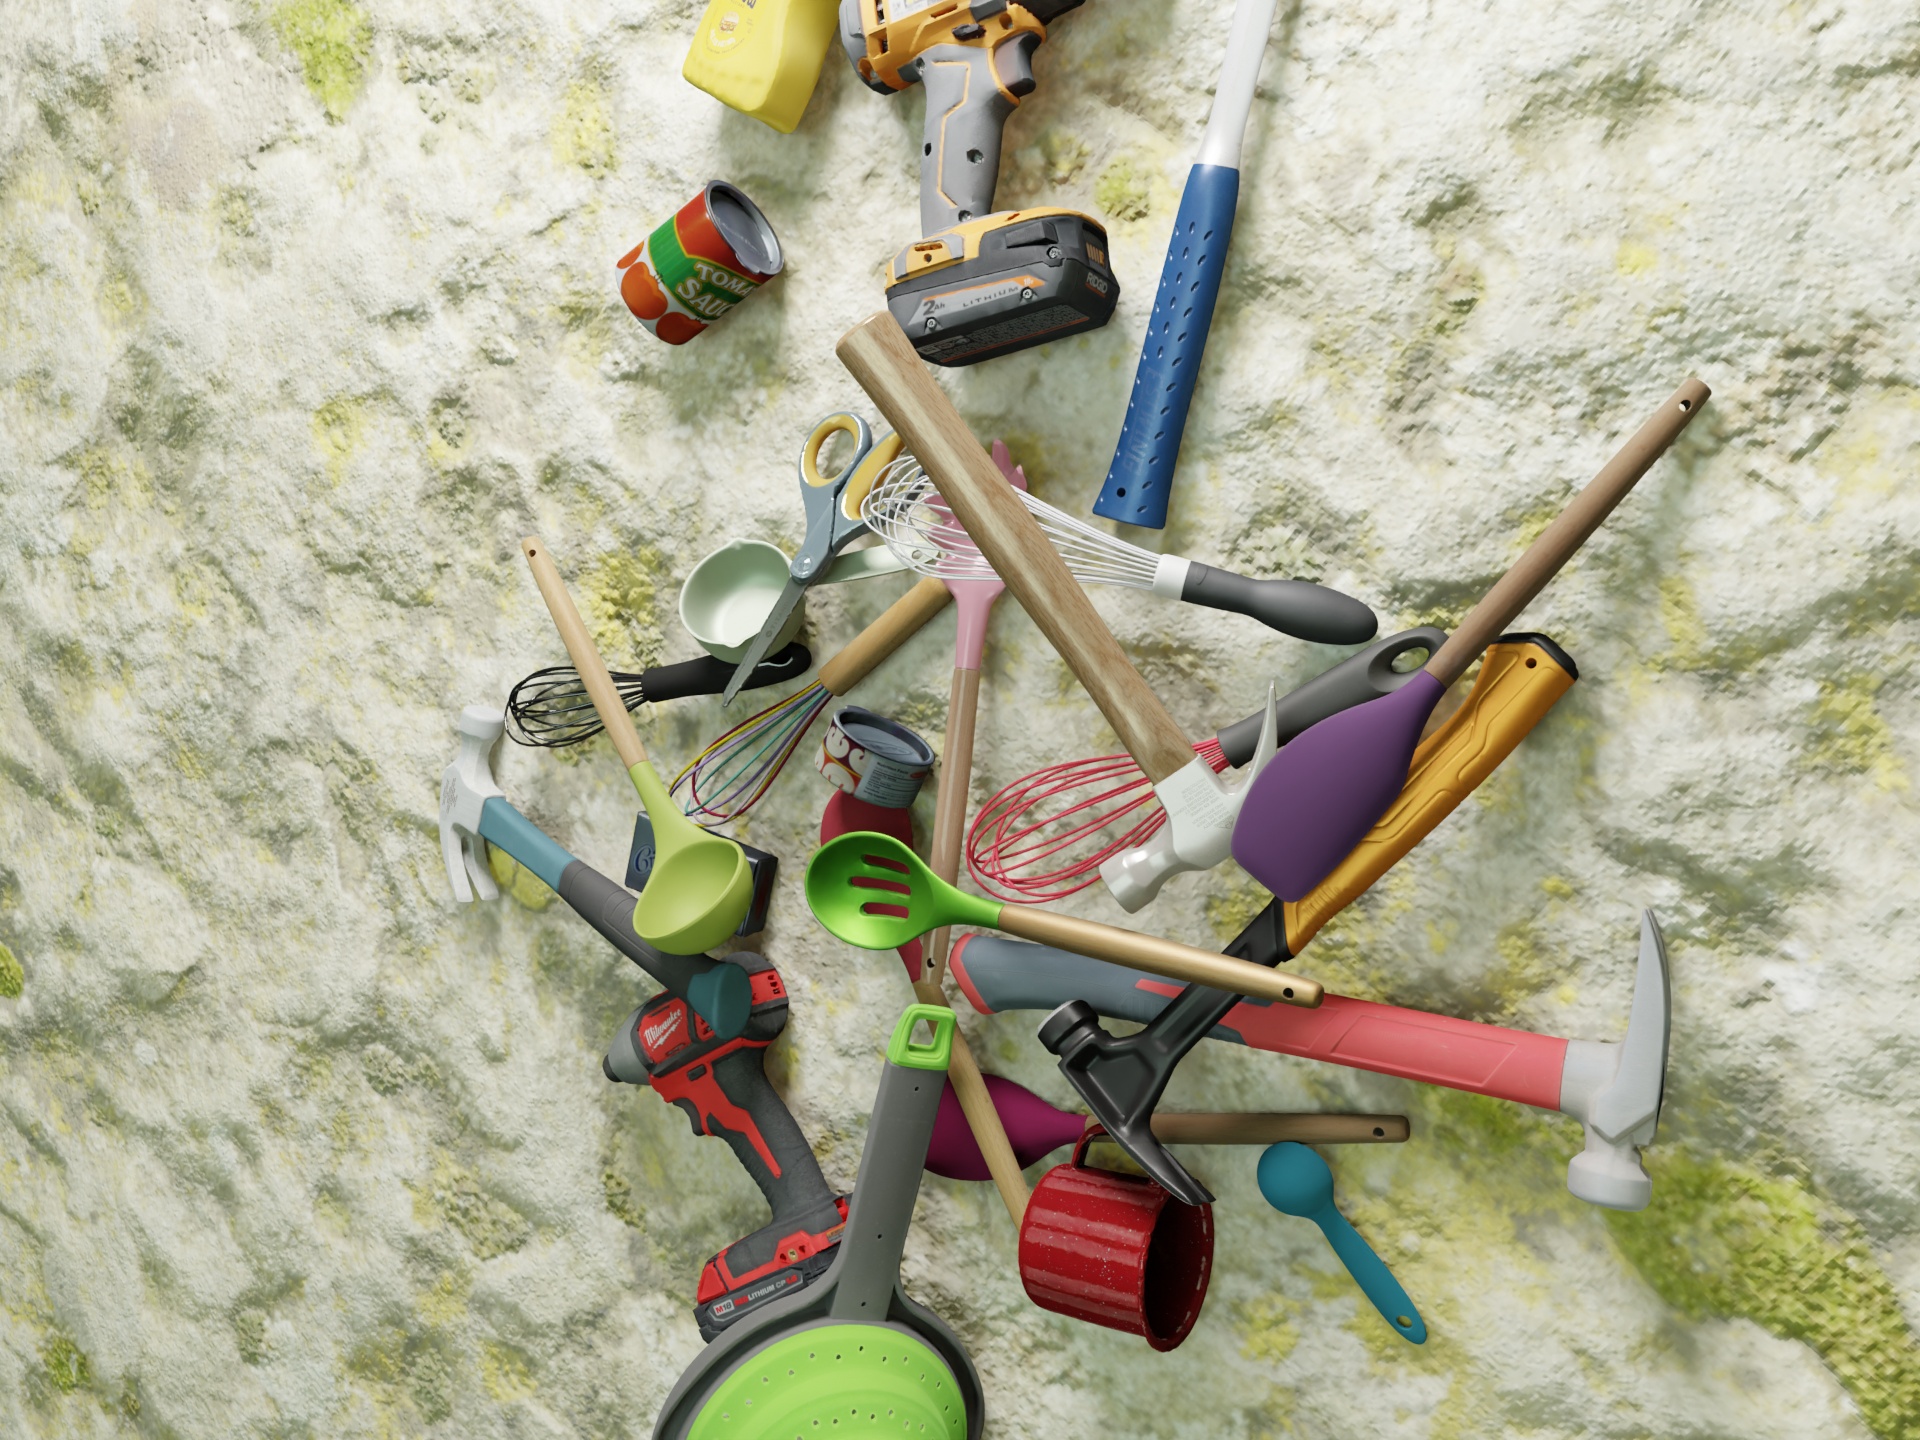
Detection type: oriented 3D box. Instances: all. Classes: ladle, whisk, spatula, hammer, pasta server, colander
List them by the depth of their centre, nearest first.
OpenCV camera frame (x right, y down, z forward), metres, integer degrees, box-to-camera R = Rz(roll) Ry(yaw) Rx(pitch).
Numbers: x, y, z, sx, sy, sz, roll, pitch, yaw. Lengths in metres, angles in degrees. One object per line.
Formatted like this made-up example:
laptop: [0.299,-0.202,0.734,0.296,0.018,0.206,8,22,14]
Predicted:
spatula: [0.247,-0.041,0.774,0.060,0.018,0.316,42,99,7]
hammer: [0.188,0.092,0.809,0.337,0.034,0.127,-48,60,12]
hammer: [0.046,-0.069,0.817,0.130,0.031,0.331,-35,91,12]
hammer: [0.143,-0.301,0.837,0.144,0.035,0.405,19,102,26]
whisk: [0.082,-0.084,0.851,0.284,0.070,0.070,16,102,11]
hammer: [0.169,0.144,0.852,0.386,0.038,0.143,6,87,30]
whisk: [0.127,0.024,0.861,0.296,0.073,0.073,-28,81,21]
colander: [-0.052,0.361,0.901,0.094,0.204,0.397,-149,72,-68]
pasta server: [-0.001,-0.003,0.921,0.060,0.040,0.316,7,91,16]
ladle: [-0.012,0.179,0.951,0.069,0.031,0.315,-31,77,27]
ladle: [-0.216,0.005,0.990,0.078,0.062,0.320,-32,68,4]
whisk: [-0.093,-0.009,0.990,0.245,0.051,0.047,-40,96,21]
whisk: [-0.202,-0.020,1.040,0.239,0.055,0.055,-10,89,24]
hammer: [-0.248,0.109,1.046,0.331,0.033,0.128,28,108,37]

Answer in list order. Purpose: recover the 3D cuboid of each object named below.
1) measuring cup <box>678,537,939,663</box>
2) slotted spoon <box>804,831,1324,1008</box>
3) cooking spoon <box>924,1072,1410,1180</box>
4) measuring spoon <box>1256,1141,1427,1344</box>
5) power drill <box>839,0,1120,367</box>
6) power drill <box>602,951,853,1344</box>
measuring cup: [-0.090,-0.079,0.981,0.167,0.038,0.083,-11,58,11]
slotted spoon: [0.046,0.114,0.857,0.314,0.031,0.070,9,101,34]
cooking spoon: [0.097,0.234,0.913,0.319,0.017,0.069,-8,91,29]
measuring spoon: [0.203,0.283,0.848,0.129,0.021,0.042,52,125,7]
power drill: [0.032,-0.328,0.874,0.185,0.084,0.226,-10,84,28]
power drill: [-0.147,0.272,1.018,0.143,0.078,0.220,-30,76,26]
